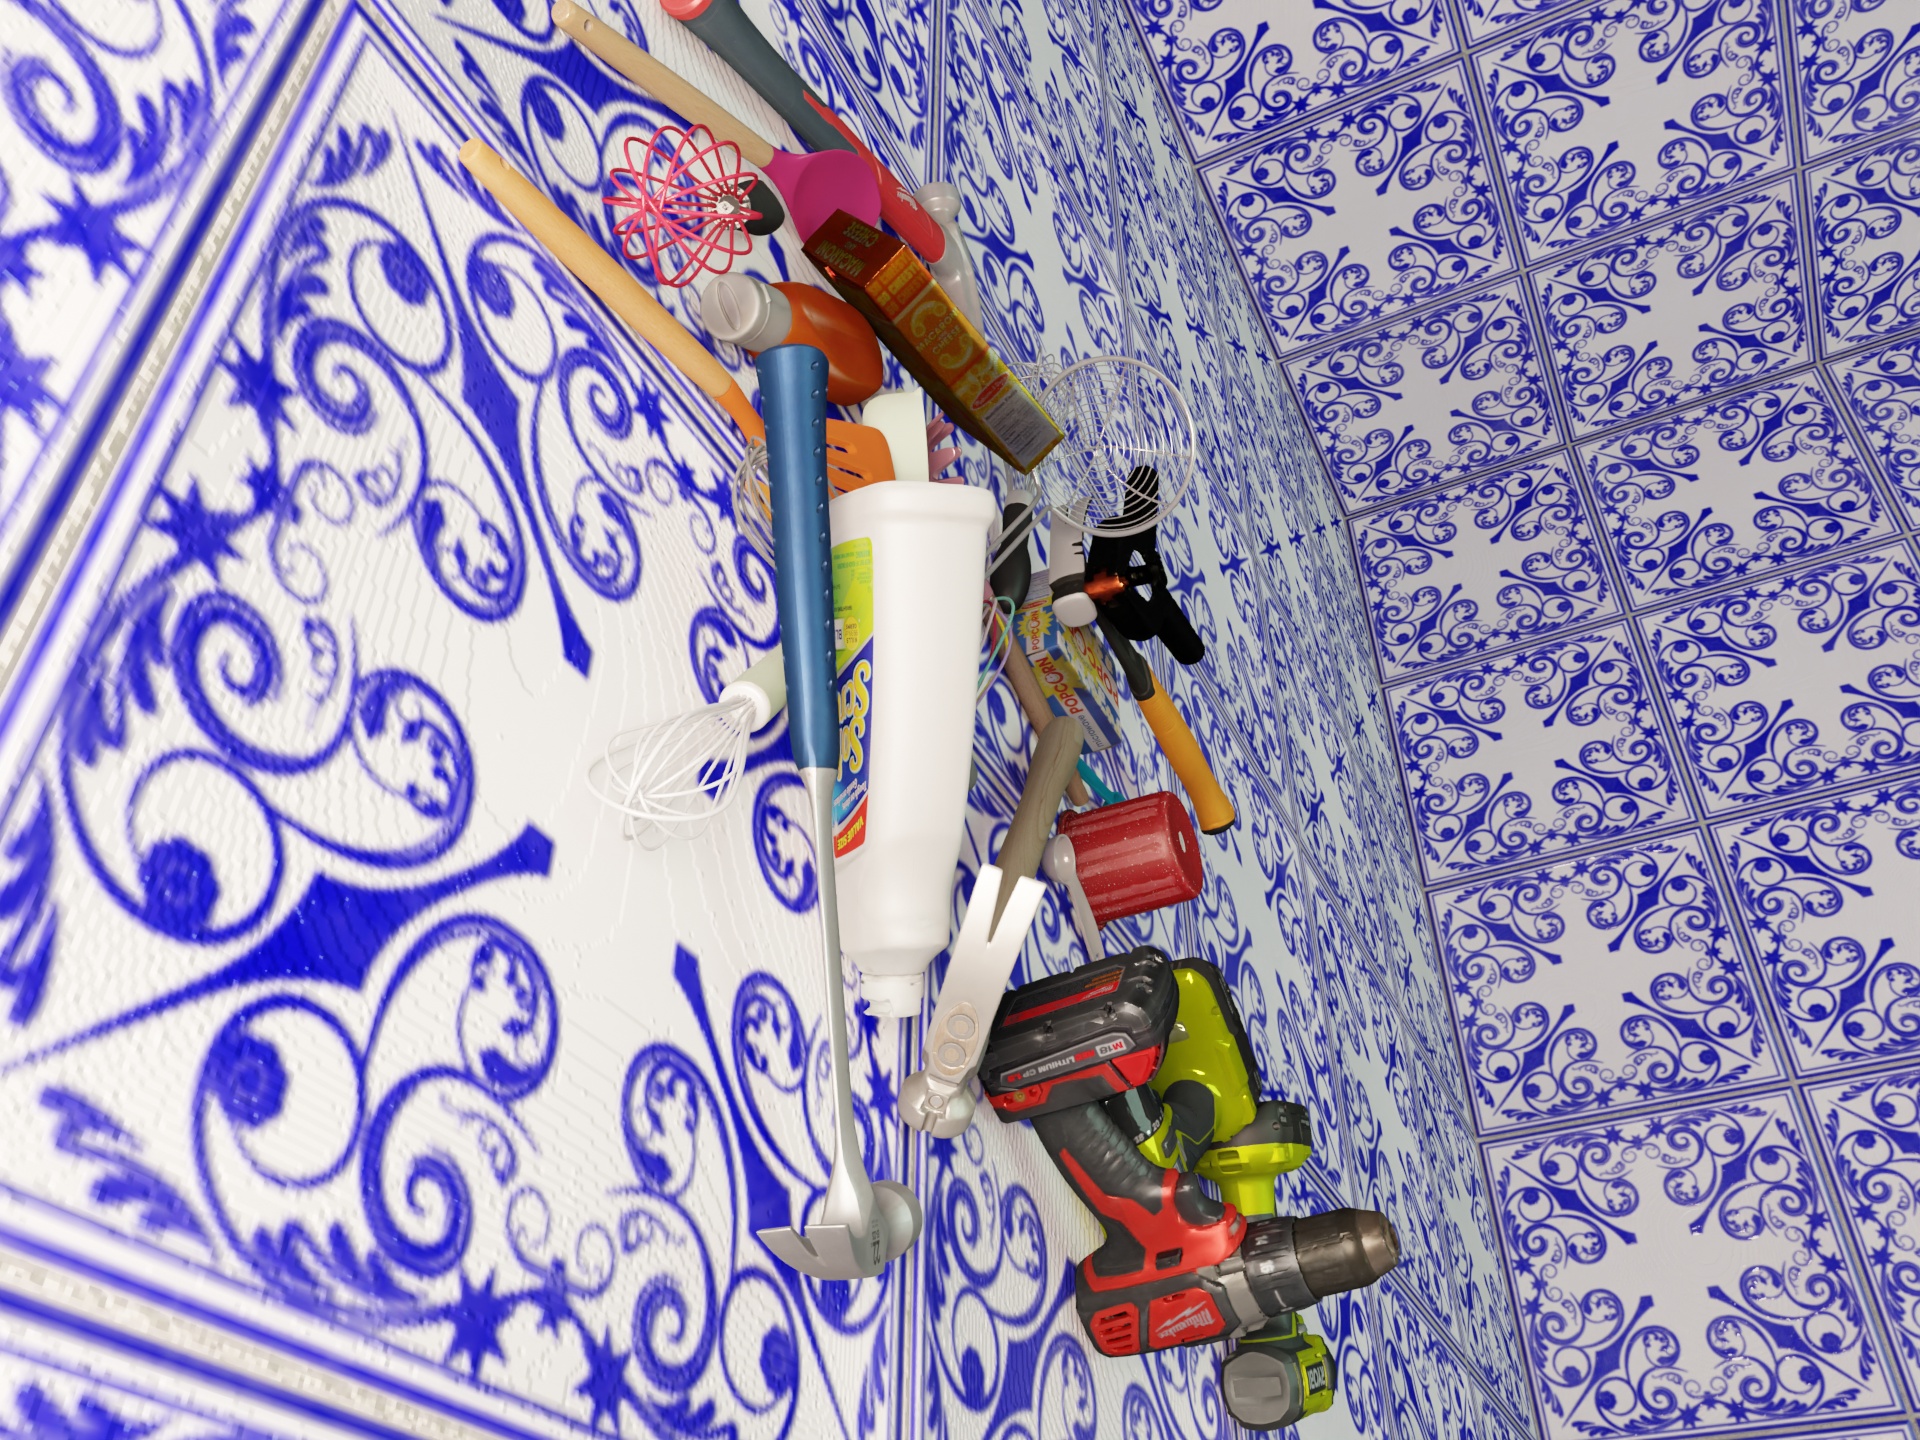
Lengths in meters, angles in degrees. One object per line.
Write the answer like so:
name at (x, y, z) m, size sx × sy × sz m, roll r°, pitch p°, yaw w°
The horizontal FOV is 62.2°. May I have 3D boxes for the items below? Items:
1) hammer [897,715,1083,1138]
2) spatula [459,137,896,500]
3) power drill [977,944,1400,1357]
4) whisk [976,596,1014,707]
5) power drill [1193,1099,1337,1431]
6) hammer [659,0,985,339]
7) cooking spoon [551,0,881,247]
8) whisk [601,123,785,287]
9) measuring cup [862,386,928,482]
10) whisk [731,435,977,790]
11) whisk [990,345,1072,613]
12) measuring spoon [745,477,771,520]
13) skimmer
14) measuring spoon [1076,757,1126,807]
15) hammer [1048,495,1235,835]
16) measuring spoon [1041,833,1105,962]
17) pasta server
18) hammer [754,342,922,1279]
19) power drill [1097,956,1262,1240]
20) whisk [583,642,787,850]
hammer at (0.039, 0.072, 0.943) m, size 0.411 × 0.038 × 0.146 m, roll -62°, pitch 170°, yaw -67°
spatula at (-0.127, -0.185, 0.798) m, size 0.322 × 0.041 × 0.081 m, roll 39°, pitch 39°, yaw -55°
power drill at (0.124, 0.246, 0.897) m, size 0.226 × 0.188 × 0.080 m, roll 65°, pitch 21°, yaw -9°
whisk at (0.000, -0.002, 0.978) m, size 0.245 × 0.051 × 0.047 m, roll -77°, pitch 149°, yaw -49°
power drill at (0.235, 0.408, 1.207) m, size 0.171 × 0.080 × 0.223 m, roll 31°, pitch 50°, yaw -60°
hammer at (-0.078, -0.373, 1.076) m, size 0.386 × 0.038 × 0.143 m, roll 21°, pitch 57°, yaw -65°
cooking spoon at (-0.129, -0.340, 0.927) m, size 0.069 × 0.017 × 0.318 m, roll -64°, pitch 156°, yaw 8°
whisk at (-0.122, -0.264, 0.814) m, size 0.296 × 0.073 × 0.073 m, roll -81°, pitch 149°, yaw -72°
measuring cup at (-0.046, -0.183, 1.014) m, size 0.168 × 0.038 × 0.083 m, roll -106°, pitch -167°, yaw -62°
whisk at (-0.050, -0.051, 0.854) m, size 0.238 × 0.055 × 0.055 m, roll 58°, pitch 25°, yaw -27°
whisk at (0.048, -0.187, 1.233) m, size 0.070 × 0.070 × 0.285 m, roll 53°, pitch 33°, yaw -42°
measuring spoon at (-0.086, -0.096, 0.880) m, size 0.116 × 0.011 × 0.021 m, roll 44°, pitch 34°, yaw -46°
skimmer at (0.052, -0.128, 1.028) m, size 0.127 × 0.090 × 0.363 m, roll 55°, pitch 39°, yaw -13°
measuring spoon at (0.098, 0.053, 1.225) m, size 0.128 × 0.021 × 0.042 m, roll 45°, pitch 26°, yaw -35°
hammer at (0.151, -0.025, 1.280) m, size 0.336 × 0.034 × 0.127 m, roll 56°, pitch 26°, yaw -39°
measuring spoon at (0.079, 0.132, 1.115) m, size 0.034 × 0.018 × 0.124 m, roll -60°, pitch 137°, yaw -49°
pasta server at (0.034, -0.067, 1.120) m, size 0.060 × 0.040 × 0.316 m, roll -92°, pitch 158°, yaw -61°
hammer at (-0.061, 0.032, 0.688) m, size 0.144 × 0.035 × 0.406 m, roll 44°, pitch 40°, yaw -76°
power drill at (0.130, 0.250, 1.062) m, size 0.190 × 0.080 × 0.228 m, roll 70°, pitch 23°, yaw -9°
whisk at (-0.102, -0.003, 0.720) m, size 0.246 × 0.059 × 0.057 m, roll -57°, pitch 163°, yaw -69°
